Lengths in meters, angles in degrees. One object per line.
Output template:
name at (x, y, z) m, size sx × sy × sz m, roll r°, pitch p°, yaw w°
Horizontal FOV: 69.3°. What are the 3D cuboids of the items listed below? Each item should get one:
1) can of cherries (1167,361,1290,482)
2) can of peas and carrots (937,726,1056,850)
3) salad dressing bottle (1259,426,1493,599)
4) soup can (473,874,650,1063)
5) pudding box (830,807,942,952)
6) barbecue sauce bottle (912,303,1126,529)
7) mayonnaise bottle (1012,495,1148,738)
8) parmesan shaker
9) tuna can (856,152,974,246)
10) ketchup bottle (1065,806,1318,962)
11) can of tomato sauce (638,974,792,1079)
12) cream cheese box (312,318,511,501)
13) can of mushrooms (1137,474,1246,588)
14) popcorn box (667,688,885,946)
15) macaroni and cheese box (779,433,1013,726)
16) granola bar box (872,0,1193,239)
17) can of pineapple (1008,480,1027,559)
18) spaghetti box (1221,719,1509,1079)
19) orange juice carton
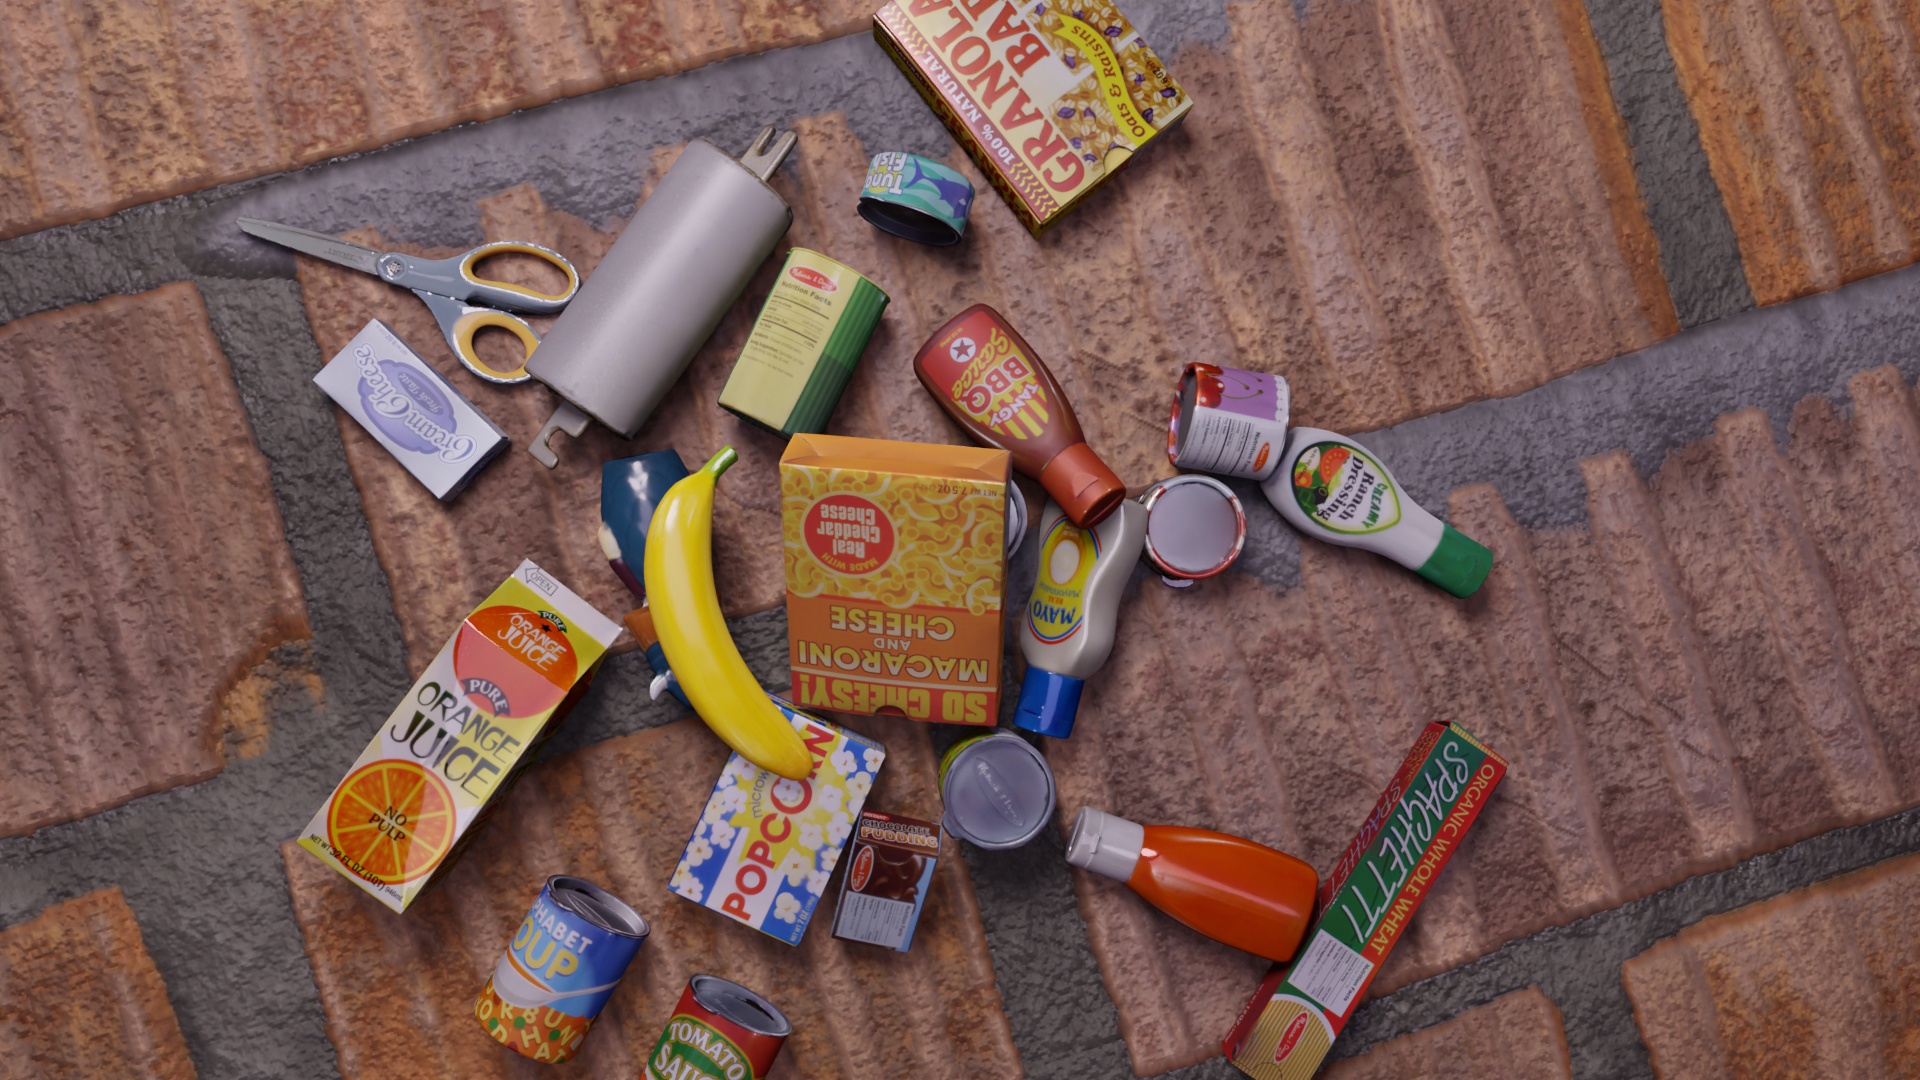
can of cherries at (0.163, -0.074, 0.851) m, size 0.058 × 0.071 × 0.071 m, roll 9°, pitch 87°, yaw -4°
can of peas and carrots at (0.018, 0.148, 0.830) m, size 0.071 × 0.058 × 0.071 m, roll 0°, pitch 88°, yaw -5°
salad dressing bottle at (0.260, -0.015, 0.866) m, size 0.148 × 0.044 × 0.064 m, roll 30°, pitch 87°, yaw -4°
soup can at (-0.231, 0.245, 0.797) m, size 0.071 × 0.071 × 0.084 m, roll 31°, pitch 86°, yaw -3°
pudding box at (-0.044, 0.201, 0.817) m, size 0.050 × 0.030 × 0.083 m, roll 13°, pitch 120°, yaw -4°
barbecue sauce bottle at (0.038, -0.071, 0.822) m, size 0.065 × 0.043 × 0.149 m, roll -40°, pitch 68°, yaw 1°
mayonnaise bottle at (0.067, 0.044, 0.839) m, size 0.065 × 0.041 × 0.148 m, roll 13°, pitch 87°, yaw 40°
parmesan shaker at (-0.096, -0.114, 0.828) m, size 0.071 × 0.071 × 0.103 m, roll 26°, pitch 86°, yaw -4°
tuna can at (-0.028, -0.206, 0.835) m, size 0.071 × 0.071 × 0.033 m, roll 17°, pitch 85°, yaw -4°
ketchup bottle at (0.139, 0.203, 0.846) m, size 0.149 × 0.043 × 0.065 m, roll 21°, pitch 85°, yaw -4°
can of tomato sauce at (-0.147, 0.305, 0.802) m, size 0.071 × 0.071 × 0.083 m, roll 28°, pitch 86°, yaw -4°
cream cheese box at (-0.325, -0.077, 0.824) m, size 0.104 × 0.024 × 0.053 m, roll 43°, pitch 86°, yaw -2°
can of mushrooms at (0.141, -0.006, 0.860) m, size 0.071 × 0.033 × 0.071 m, roll 0°, pitch 87°, yaw -6°
popcorn box at (-0.108, 0.164, 0.827) m, size 0.085 × 0.038 × 0.127 m, roll 25°, pitch 86°, yaw -3°
macaroni and cheese box at (-0.036, 0.026, 0.787) m, size 0.124 × 0.040 × 0.165 m, roll 5°, pitch 121°, yaw 6°
granola bar box at (0.044, -0.292, 0.860) m, size 0.124 × 0.039 × 0.165 m, roll -39°, pitch 91°, yaw -5°
can of pineapple at (0.003, -0.010, 0.835) m, size 0.071 × 0.058 × 0.071 m, roll 0°, pitch 88°, yaw -5°
spaghetti box at (0.252, 0.227, 0.863) m, size 0.050 × 0.028 × 0.250 m, roll 35°, pitch 85°, yaw -3°
orange juice carton at (-0.279, 0.108, 0.796) m, size 0.072 × 0.073 × 0.193 m, roll 36°, pitch 85°, yaw -3°
